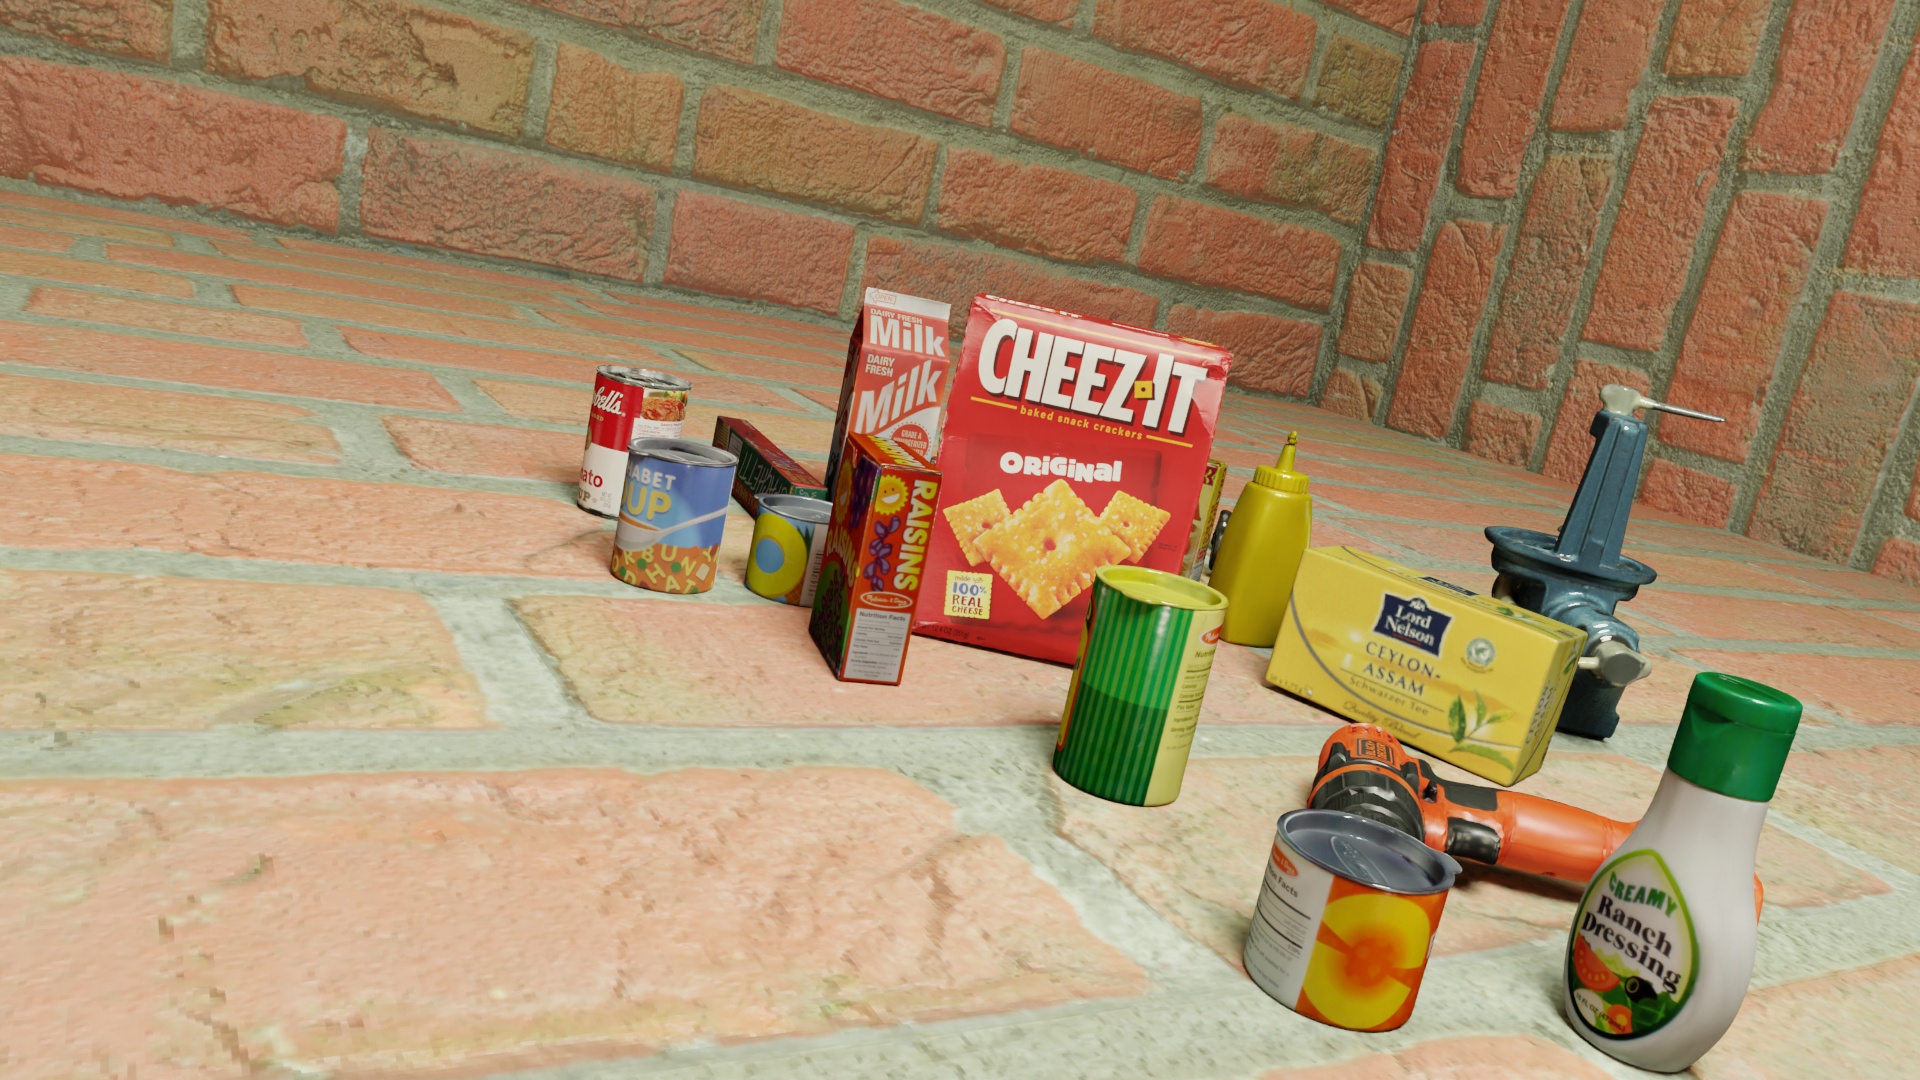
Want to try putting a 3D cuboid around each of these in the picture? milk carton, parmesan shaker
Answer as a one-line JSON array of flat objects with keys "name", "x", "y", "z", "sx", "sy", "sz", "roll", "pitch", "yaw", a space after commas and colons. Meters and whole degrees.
[{"name": "milk carton", "x": -0.059, "y": -0.102, "z": 1.114, "sx": 0.072, "sy": 0.190, "sz": 0.073, "roll": 9, "pitch": 12, "yaw": -14}, {"name": "parmesan shaker", "x": 0.086, "y": 0.071, "z": 0.683, "sx": 0.071, "sy": 0.102, "sz": 0.071, "roll": 12, "pitch": 12, "yaw": -2}]

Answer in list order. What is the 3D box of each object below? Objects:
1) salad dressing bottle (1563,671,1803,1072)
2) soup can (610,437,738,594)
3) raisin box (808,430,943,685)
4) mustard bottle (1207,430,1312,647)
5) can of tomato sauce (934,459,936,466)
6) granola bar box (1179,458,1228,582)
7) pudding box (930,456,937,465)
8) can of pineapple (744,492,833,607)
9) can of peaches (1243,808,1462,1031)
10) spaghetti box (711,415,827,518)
[{"name": "salad dressing bottle", "x": 0.274, "y": 0.124, "z": 0.524, "sx": 0.044, "sy": 0.147, "sz": 0.064, "roll": 7, "pitch": 13, "yaw": -25}, {"name": "soup can", "x": -0.180, "y": -0.016, "z": 0.859, "sx": 0.071, "sy": 0.083, "sz": 0.071, "roll": 12, "pitch": 12, "yaw": -2}, {"name": "raisin box", "x": -0.050, "y": 0.008, "z": 0.783, "sx": 0.040, "sy": 0.123, "sz": 0.086, "roll": 8, "pitch": 12, "yaw": -19}, {"name": "mustard bottle", "x": 0.225, "y": -0.003, "z": 1.017, "sx": 0.065, "sy": 0.159, "sz": 0.049, "roll": 7, "pitch": 13, "yaw": -23}, {"name": "can of tomato sauce", "x": 0.004, "y": -0.013, "z": 1.026, "sx": 0.071, "sy": 0.083, "sz": 0.071, "roll": 12, "pitch": 12, "yaw": -2}, {"name": "granola bar box", "x": 0.108, "y": -0.020, "z": 1.063, "sx": 0.166, "sy": 0.124, "sz": 0.039, "roll": 17, "pitch": 12, "yaw": 19}, {"name": "pudding box", "x": 0.006, "y": -0.050, "z": 1.273, "sx": 0.084, "sy": 0.049, "sz": 0.030, "roll": 1, "pitch": 17, "yaw": -43}, {"name": "can of pineapple", "x": -0.104, "y": 0.005, "z": 0.897, "sx": 0.071, "sy": 0.057, "sz": 0.071, "roll": 12, "pitch": 12, "yaw": -2}, {"name": "can of peaches", "x": 0.148, "y": 0.143, "z": 0.526, "sx": 0.071, "sy": 0.058, "sz": 0.071, "roll": 12, "pitch": 12, "yaw": -2}, {"name": "spaghetti box", "x": -0.159, "y": -0.050, "z": 1.112, "sx": 0.029, "sy": 0.050, "sz": 0.250, "roll": 7, "pitch": 13, "yaw": -25}]
